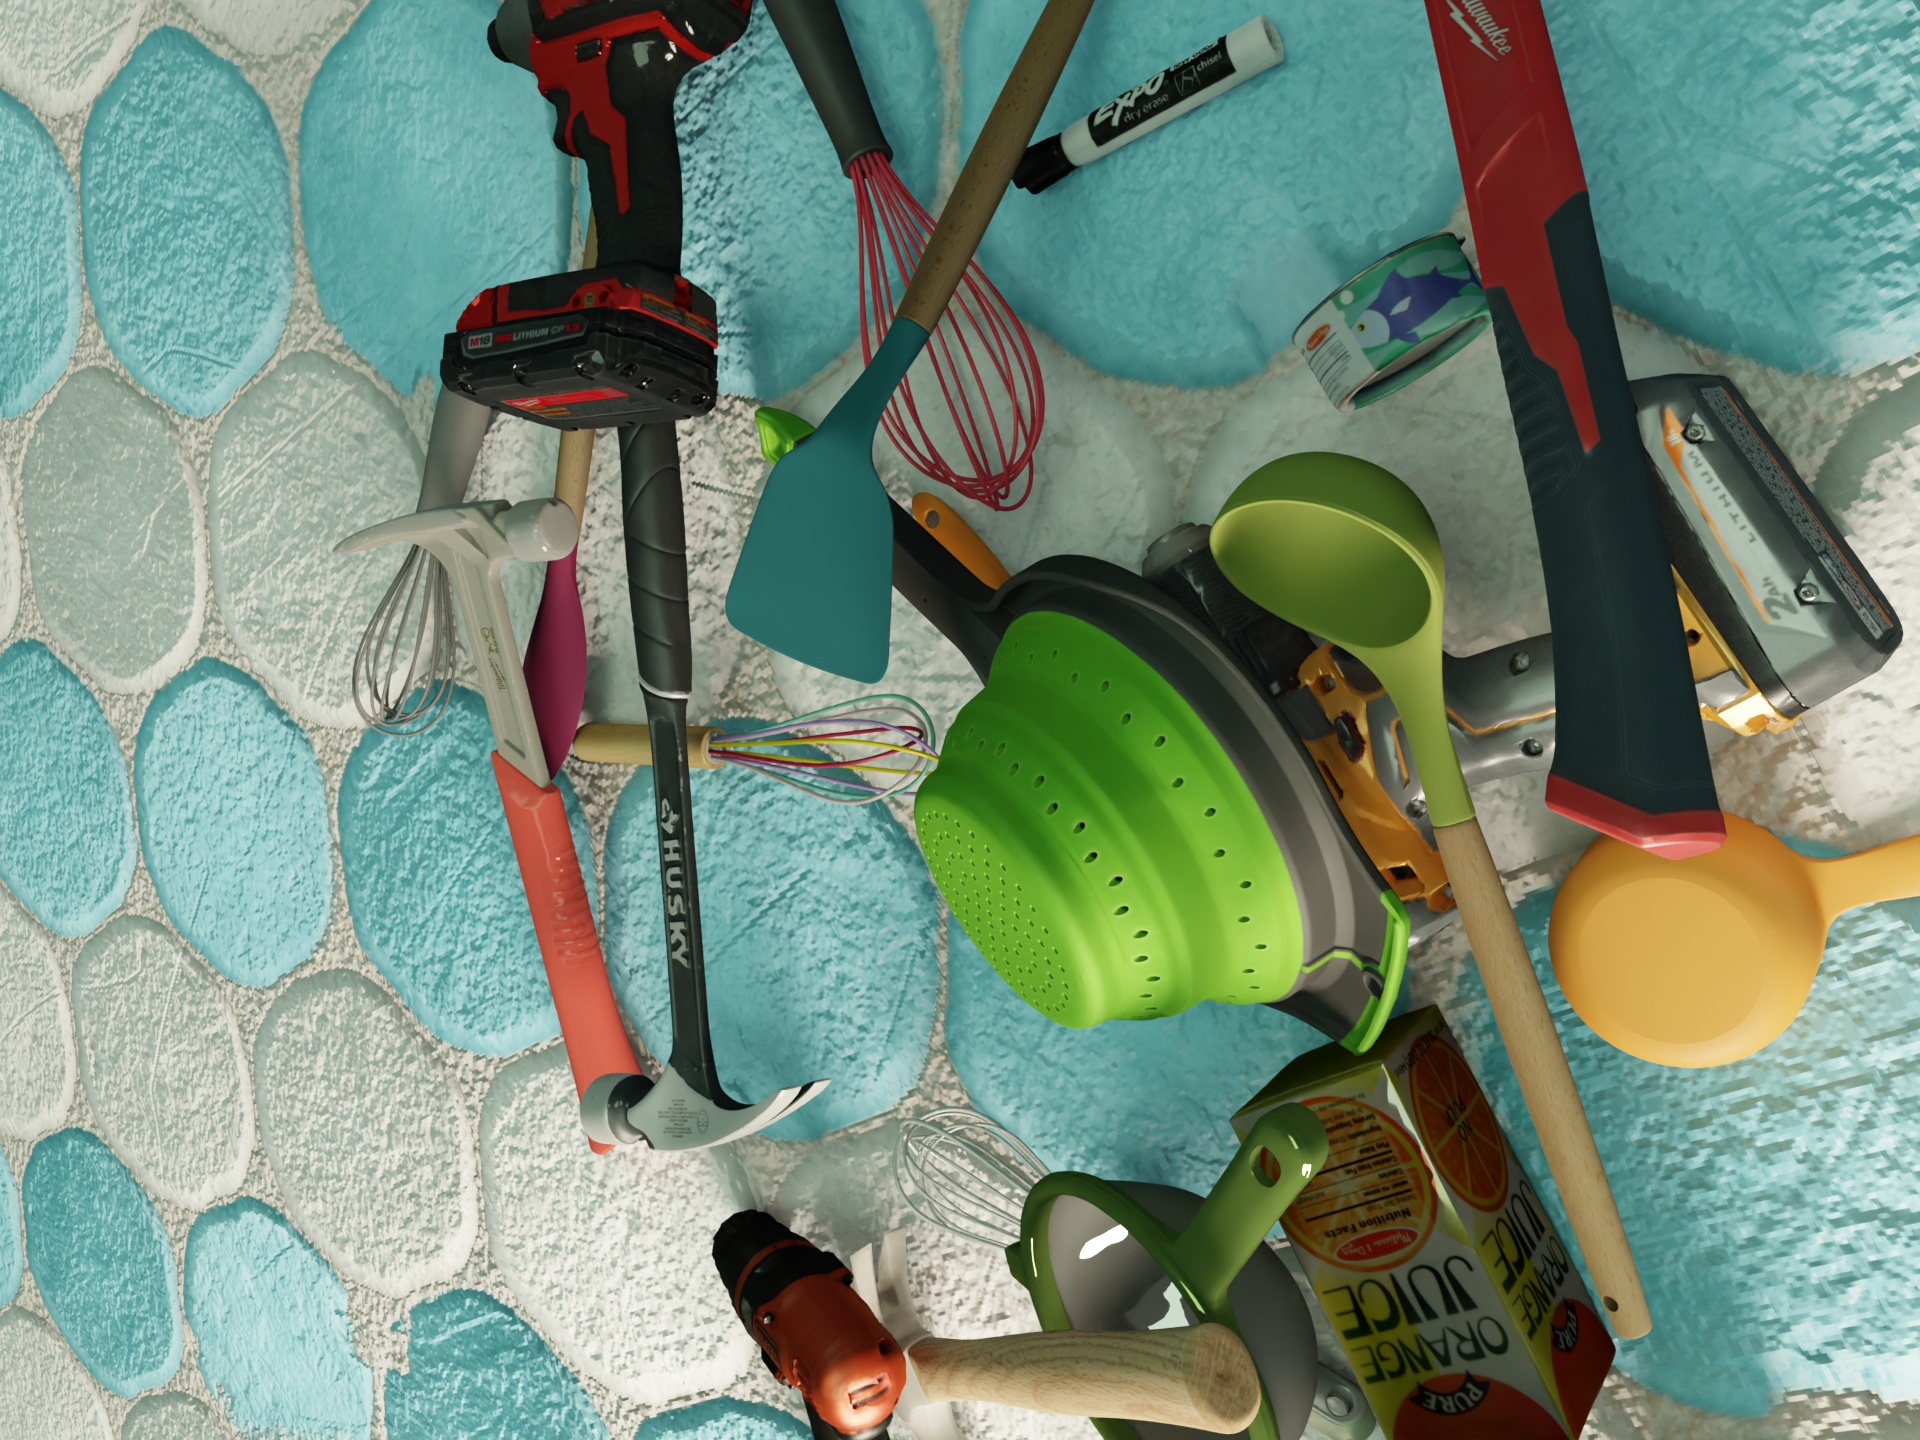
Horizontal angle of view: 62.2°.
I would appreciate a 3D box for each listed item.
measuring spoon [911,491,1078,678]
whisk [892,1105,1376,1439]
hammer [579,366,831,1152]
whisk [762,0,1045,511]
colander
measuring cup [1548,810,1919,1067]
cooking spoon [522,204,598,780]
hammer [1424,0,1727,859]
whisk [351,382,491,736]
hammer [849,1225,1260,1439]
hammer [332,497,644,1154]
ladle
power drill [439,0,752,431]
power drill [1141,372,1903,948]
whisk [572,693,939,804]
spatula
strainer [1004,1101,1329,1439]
[{"bbox_3d":[0.013,-0.059,0.712,0.117,0.011,0.021,51,121,14],"label":"measuring spoon"},{"bbox_3d":[0.073,0.248,0.717,0.246,0.058,0.059,27,147,22],"label":"whisk"},{"bbox_3d":[-0.139,0.002,0.768,0.149,0.036,0.409,-8,85,39],"label":"hammer"},{"bbox_3d":[-0.033,-0.223,0.684,0.073,0.073,0.296,-28,79,34],"label":"whisk"},{"bbox_3d":[-0.001,-0.002,0.644,0.397,0.094,0.204,45,157,31],"label":"colander"},{"bbox_3d":[0.285,0.064,0.536,0.173,0.052,0.095,-24,86,36],"label":"measuring cup"},{"bbox_3d":[-0.205,-0.120,0.833,0.069,0.017,0.318,28,112,45],"label":"cooking spoon"},{"bbox_3d":[0.192,-0.151,0.488,0.143,0.038,0.386,-17,70,33],"label":"hammer"},{"bbox_3d":[-0.290,-0.101,0.883,0.055,0.055,0.239,27,108,26],"label":"whisk"},{"bbox_3d":[0.027,0.273,0.673,0.130,0.031,0.331,63,151,9],"label":"hammer"},{"bbox_3d":[-0.232,0.063,0.852,0.149,0.037,0.359,-3,105,30],"label":"hammer"},{"bbox_3d":[0.165,0.062,0.528,0.078,0.062,0.320,-15,96,60],"label":"ladle"},{"bbox_3d":[-0.171,-0.253,0.737,0.143,0.078,0.220,2,85,31],"label":"power drill"},{"bbox_3d":[0.180,-0.034,0.573,0.226,0.084,0.185,-38,77,37],"label":"power drill"},{"bbox_3d":[-0.107,0.012,0.788,0.245,0.047,0.051,2,102,36],"label":"whisk"},{"bbox_3d":[-0.005,-0.172,0.625,0.082,0.044,0.317,22,83,29],"label":"spatula"},{"bbox_3d":[0.103,0.204,0.601,0.152,0.069,0.256,51,146,29],"label":"strainer"}]
